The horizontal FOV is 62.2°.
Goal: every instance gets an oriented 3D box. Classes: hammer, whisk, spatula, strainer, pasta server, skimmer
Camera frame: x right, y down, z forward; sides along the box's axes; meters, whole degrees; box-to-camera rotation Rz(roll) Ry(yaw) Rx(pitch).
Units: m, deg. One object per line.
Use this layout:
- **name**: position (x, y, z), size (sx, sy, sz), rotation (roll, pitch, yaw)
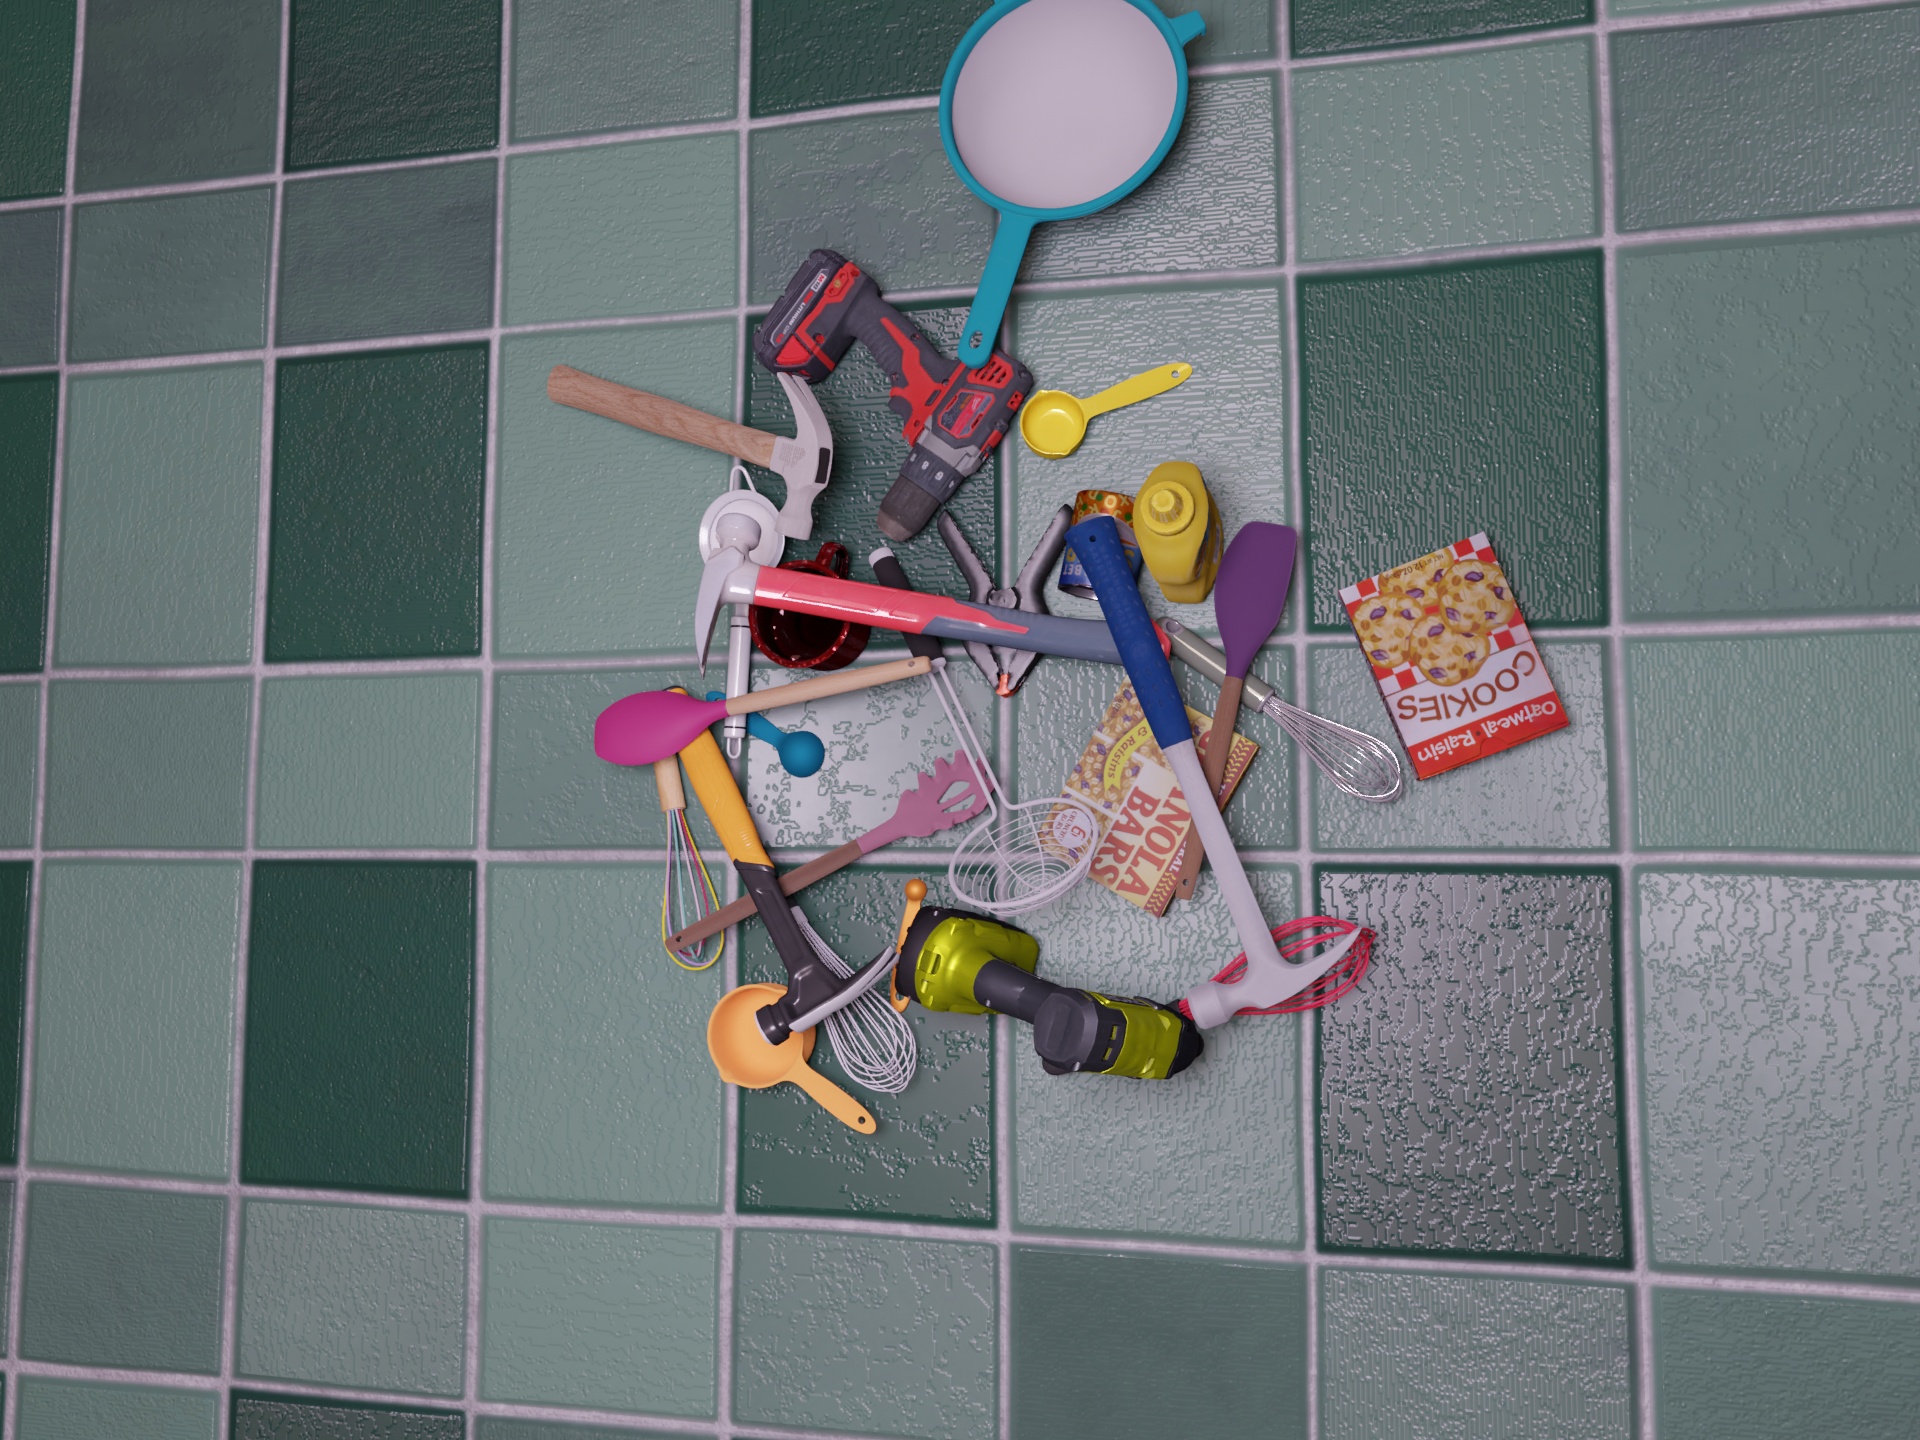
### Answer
- **hammer**: position (-0.178, 0.101, 1.350), size (0.127, 0.034, 0.337), rotation (-32, 64, 1)
- **whisk**: position (-0.256, 0.102, 1.421), size (0.047, 0.051, 0.245), rotation (-16, 79, 18)
- **hammer**: position (-0.246, -0.267, 1.412), size (0.331, 0.031, 0.130), rotation (22, 103, 30)
- **spatula**: position (0.214, -0.010, 1.287), size (0.060, 0.018, 0.316), rotation (11, 83, 19)
- **hammer**: position (-0.021, -0.072, 1.302), size (0.386, 0.038, 0.143), rotation (10, 65, -2)
- **whisk**: position (0.199, 0.230, 1.292), size (0.296, 0.073, 0.073), rotation (-25, 80, 15)
- **strainer**: position (-0.195, -0.095, 1.419), size (0.087, 0.050, 0.258), rotation (2, 87, 22)
- **whisk**: position (-0.127, 0.199, 1.375), size (0.070, 0.070, 0.285), rotation (-38, 73, 8)
- **pasta server**: position (-0.112, 0.118, 1.358), size (0.316, 0.040, 0.060), rotation (-27, 70, -2)
- **whisk**: position (0.257, -0.011, 1.306), size (0.246, 0.059, 0.058), rotation (37, 58, 18)
- **strainer**: position (0.073, -0.454, 1.361), size (0.211, 0.095, 0.340), rotation (19, 91, 16)
- **skimmer**: position (-0.002, -0.004, 1.315), size (0.127, 0.090, 0.364), rotation (-26, 69, 0)
- **hammer**: position (0.180, 0.027, 1.250), size (0.144, 0.035, 0.406), rotation (-23, 81, 13)

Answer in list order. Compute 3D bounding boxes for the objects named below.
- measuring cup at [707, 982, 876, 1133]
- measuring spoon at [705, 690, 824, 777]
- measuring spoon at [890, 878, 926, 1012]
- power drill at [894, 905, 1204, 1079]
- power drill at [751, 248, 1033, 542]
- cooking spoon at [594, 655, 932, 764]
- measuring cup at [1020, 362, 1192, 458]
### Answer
- **measuring cup**: position (-0.136, 0.295, 1.370), size (0.174, 0.052, 0.095), rotation (36, 94, 12)
- **measuring spoon**: position (-0.179, 0.008, 1.420), size (0.129, 0.021, 0.042), rotation (31, 93, 15)
- **measuring spoon**: position (-0.047, 0.195, 1.376), size (0.021, 0.011, 0.117), rotation (8, 87, 14)
- **power drill**: position (0.071, 0.220, 1.248), size (0.223, 0.171, 0.080), rotation (17, 90, 45)
- **power drill**: position (-0.072, -0.284, 1.394), size (0.227, 0.080, 0.188), rotation (36, 95, 11)
- **cooking spoon**: position (-0.175, -0.017, 1.362), size (0.319, 0.017, 0.069), rotation (-12, 67, 16)
- **measuring cup**: position (0.126, -0.272, 1.373), size (0.156, 0.029, 0.062), rotation (-22, 80, -1)
